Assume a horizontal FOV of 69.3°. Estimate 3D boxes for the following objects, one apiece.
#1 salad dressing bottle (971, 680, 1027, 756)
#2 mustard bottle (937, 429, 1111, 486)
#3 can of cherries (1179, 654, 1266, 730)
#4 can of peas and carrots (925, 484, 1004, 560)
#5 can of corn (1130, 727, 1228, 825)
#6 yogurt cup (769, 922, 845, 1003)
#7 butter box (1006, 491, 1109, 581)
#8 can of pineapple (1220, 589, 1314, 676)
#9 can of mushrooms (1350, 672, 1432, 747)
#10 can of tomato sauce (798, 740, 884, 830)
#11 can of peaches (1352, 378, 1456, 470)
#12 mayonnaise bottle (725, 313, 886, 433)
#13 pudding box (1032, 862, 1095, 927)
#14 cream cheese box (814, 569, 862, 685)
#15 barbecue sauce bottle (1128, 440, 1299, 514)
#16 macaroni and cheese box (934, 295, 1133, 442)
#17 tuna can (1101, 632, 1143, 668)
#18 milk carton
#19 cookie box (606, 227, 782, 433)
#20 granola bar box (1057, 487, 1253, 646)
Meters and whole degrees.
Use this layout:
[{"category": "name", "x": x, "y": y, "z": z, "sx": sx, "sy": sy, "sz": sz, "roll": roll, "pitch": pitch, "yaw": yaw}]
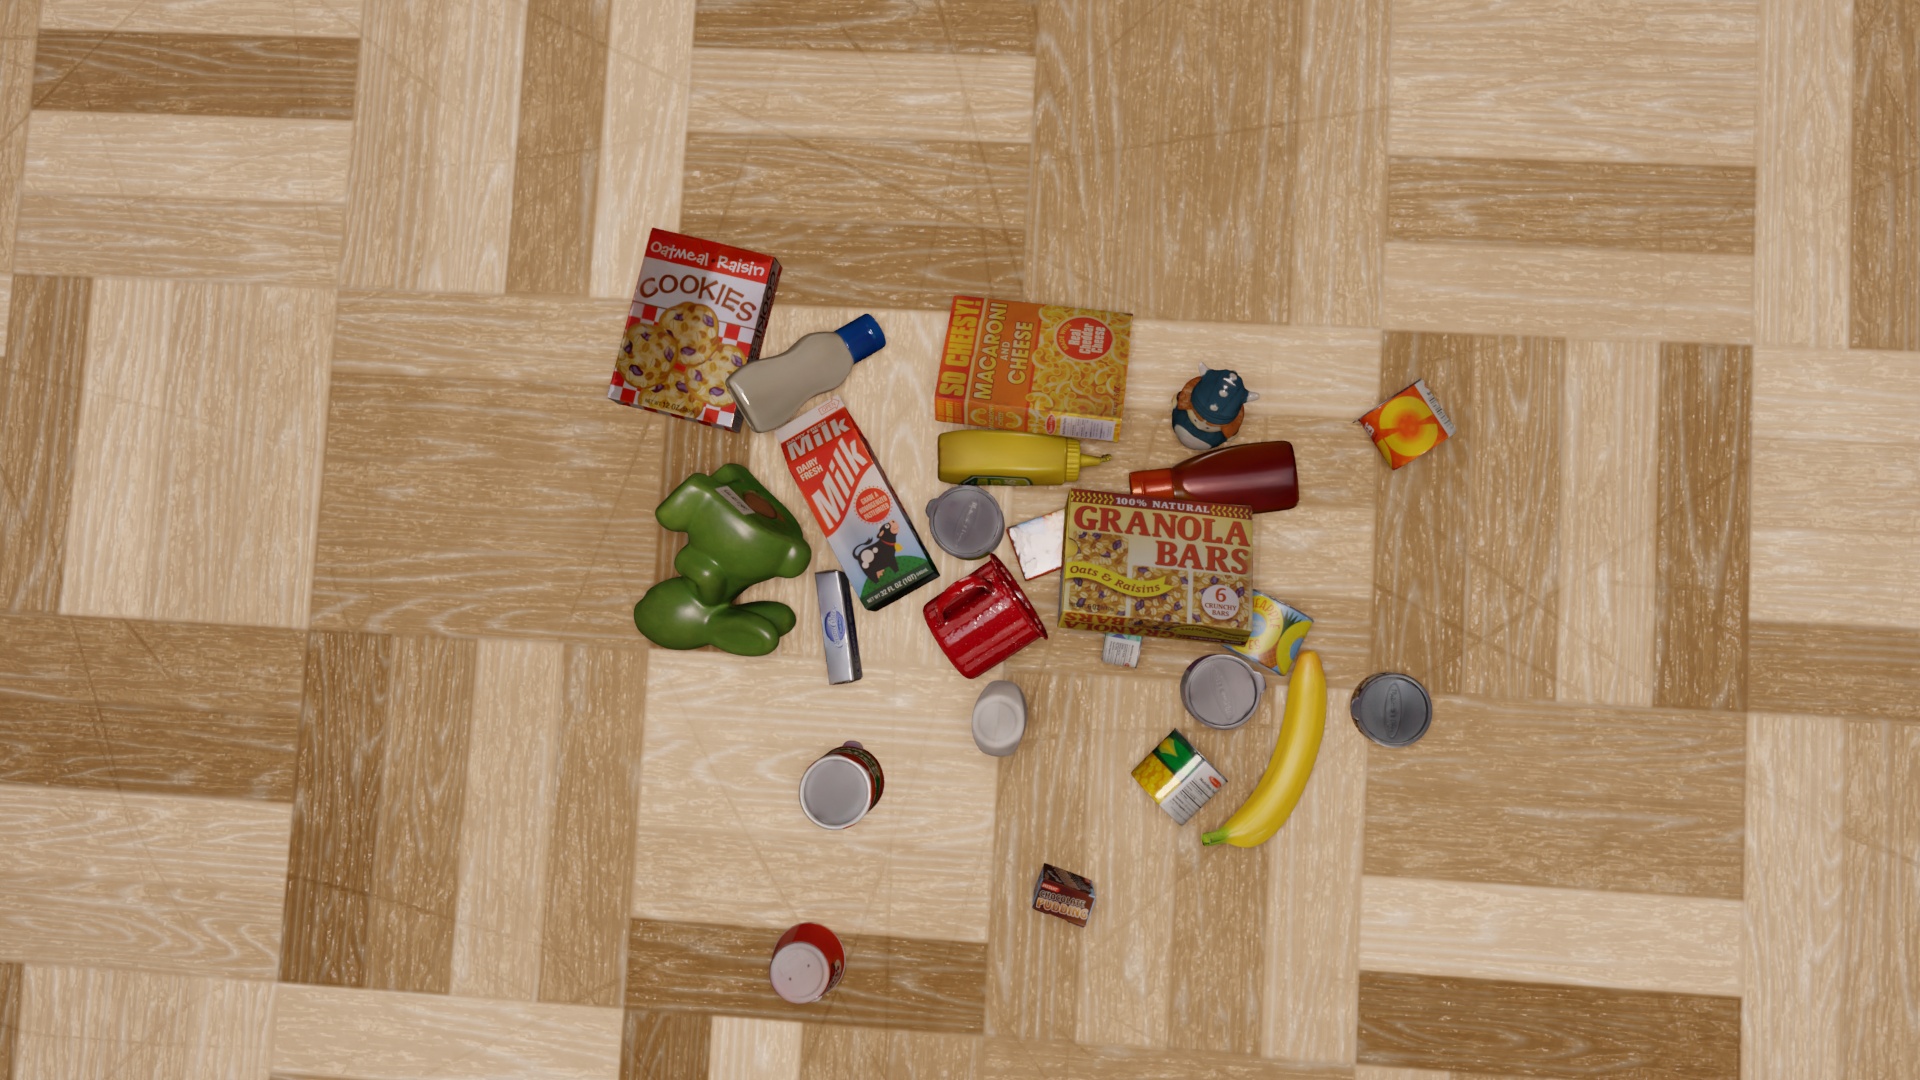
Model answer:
[{"category": "salad dressing bottle", "x": 0.037, "y": 0.153, "z": 1.210, "sx": 0.044, "sy": 0.147, "sz": 0.064, "roll": 5, "pitch": 86, "yaw": 5}, {"category": "mustard bottle", "x": 0.058, "y": -0.074, "z": 1.269, "sx": 0.160, "sy": 0.065, "sz": 0.049, "roll": 1, "pitch": 82, "yaw": 0}, {"category": "can of cherries", "x": 0.234, "y": 0.135, "z": 1.244, "sx": 0.071, "sy": 0.058, "sz": 0.071, "roll": 0, "pitch": 85, "yaw": 4}, {"category": "can of peas and carrots", "x": 0.005, "y": -0.016, "z": 1.269, "sx": 0.071, "sy": 0.058, "sz": 0.071, "roll": 0, "pitch": 86, "yaw": 4}, {"category": "can of corn", "x": 0.193, "y": 0.210, "z": 1.239, "sx": 0.058, "sy": 0.071, "sz": 0.071, "roll": -45, "pitch": 85, "yaw": 1}, {"category": "yogurt cup", "x": -0.141, "y": 0.384, "z": 1.252, "sx": 0.072, "sy": 0.054, "sz": 0.072, "roll": 0, "pitch": 85, "yaw": 4}, {"category": "butter box", "x": 0.099, "y": -0.004, "z": 1.280, "sx": 0.103, "sy": 0.024, "sz": 0.053, "roll": -20, "pitch": 84, "yaw": 2}, {"category": "can of pineapple", "x": 0.272, "y": 0.081, "z": 1.240, "sx": 0.071, "sy": 0.071, "sz": 0.058, "roll": 27, "pitch": 89, "yaw": 5}, {"category": "can of mushrooms", "x": 0.383, "y": 0.151, "z": 1.246, "sx": 0.071, "sy": 0.033, "sz": 0.071, "roll": 0, "pitch": 87, "yaw": 3}, {"category": "can of tomato sauce", "x": -0.105, "y": 0.219, "z": 1.247, "sx": 0.071, "sy": 0.083, "sz": 0.071, "roll": 0, "pitch": 87, "yaw": 4}, {"category": "can of peaches", "x": 0.399, "y": -0.102, "z": 1.248, "sx": 0.071, "sy": 0.071, "sz": 0.058, "roll": -33, "pitch": 85, "yaw": 1}, {"category": "mayonnaise bottle", "x": -0.139, "y": -0.159, "z": 1.281, "sx": 0.148, "sy": 0.041, "sz": 0.064, "roll": -32, "pitch": 105, "yaw": -15}, {"category": "pudding box", "x": 0.091, "y": 0.313, "z": 1.227, "sx": 0.050, "sy": 0.083, "sz": 0.030, "roll": 20, "pitch": 88, "yaw": 5}, {"category": "cream cheese box", "x": -0.111, "y": 0.079, "z": 1.273, "sx": 0.024, "sy": 0.053, "sz": 0.104, "roll": -9, "pitch": 86, "yaw": 5}, {"category": "barbecue sauce bottle", "x": 0.229, "y": -0.052, "z": 1.266, "sx": 0.148, "sy": 0.043, "sz": 0.065, "roll": -6, "pitch": 85, "yaw": 4}, {"category": "macaroni and cheese box", "x": 0.067, "y": -0.156, "z": 1.261, "sx": 0.166, "sy": 0.040, "sz": 0.124, "roll": 7, "pitch": 59, "yaw": 5}, {"category": "tuna can", "x": 0.148, "y": 0.078, "z": 1.251, "sx": 0.033, "sy": 0.071, "sz": 0.071, "roll": 10, "pitch": 87, "yaw": 6}, {"category": "milk carton", "x": -0.096, "y": -0.035, "z": 1.270, "sx": 0.072, "sy": 0.073, "sz": 0.190, "roll": -30, "pitch": 84, "yaw": 2}, {"category": "cookie box", "x": -0.249, "y": -0.198, "z": 1.307, "sx": 0.123, "sy": 0.040, "sz": 0.167, "roll": 14, "pitch": 87, "yaw": 5}, {"category": "granola bar box", "x": 0.172, "y": 0.022, "z": 1.220, "sx": 0.166, "sy": 0.039, "sz": 0.125, "roll": 6, "pitch": 62, "yaw": 0}]
